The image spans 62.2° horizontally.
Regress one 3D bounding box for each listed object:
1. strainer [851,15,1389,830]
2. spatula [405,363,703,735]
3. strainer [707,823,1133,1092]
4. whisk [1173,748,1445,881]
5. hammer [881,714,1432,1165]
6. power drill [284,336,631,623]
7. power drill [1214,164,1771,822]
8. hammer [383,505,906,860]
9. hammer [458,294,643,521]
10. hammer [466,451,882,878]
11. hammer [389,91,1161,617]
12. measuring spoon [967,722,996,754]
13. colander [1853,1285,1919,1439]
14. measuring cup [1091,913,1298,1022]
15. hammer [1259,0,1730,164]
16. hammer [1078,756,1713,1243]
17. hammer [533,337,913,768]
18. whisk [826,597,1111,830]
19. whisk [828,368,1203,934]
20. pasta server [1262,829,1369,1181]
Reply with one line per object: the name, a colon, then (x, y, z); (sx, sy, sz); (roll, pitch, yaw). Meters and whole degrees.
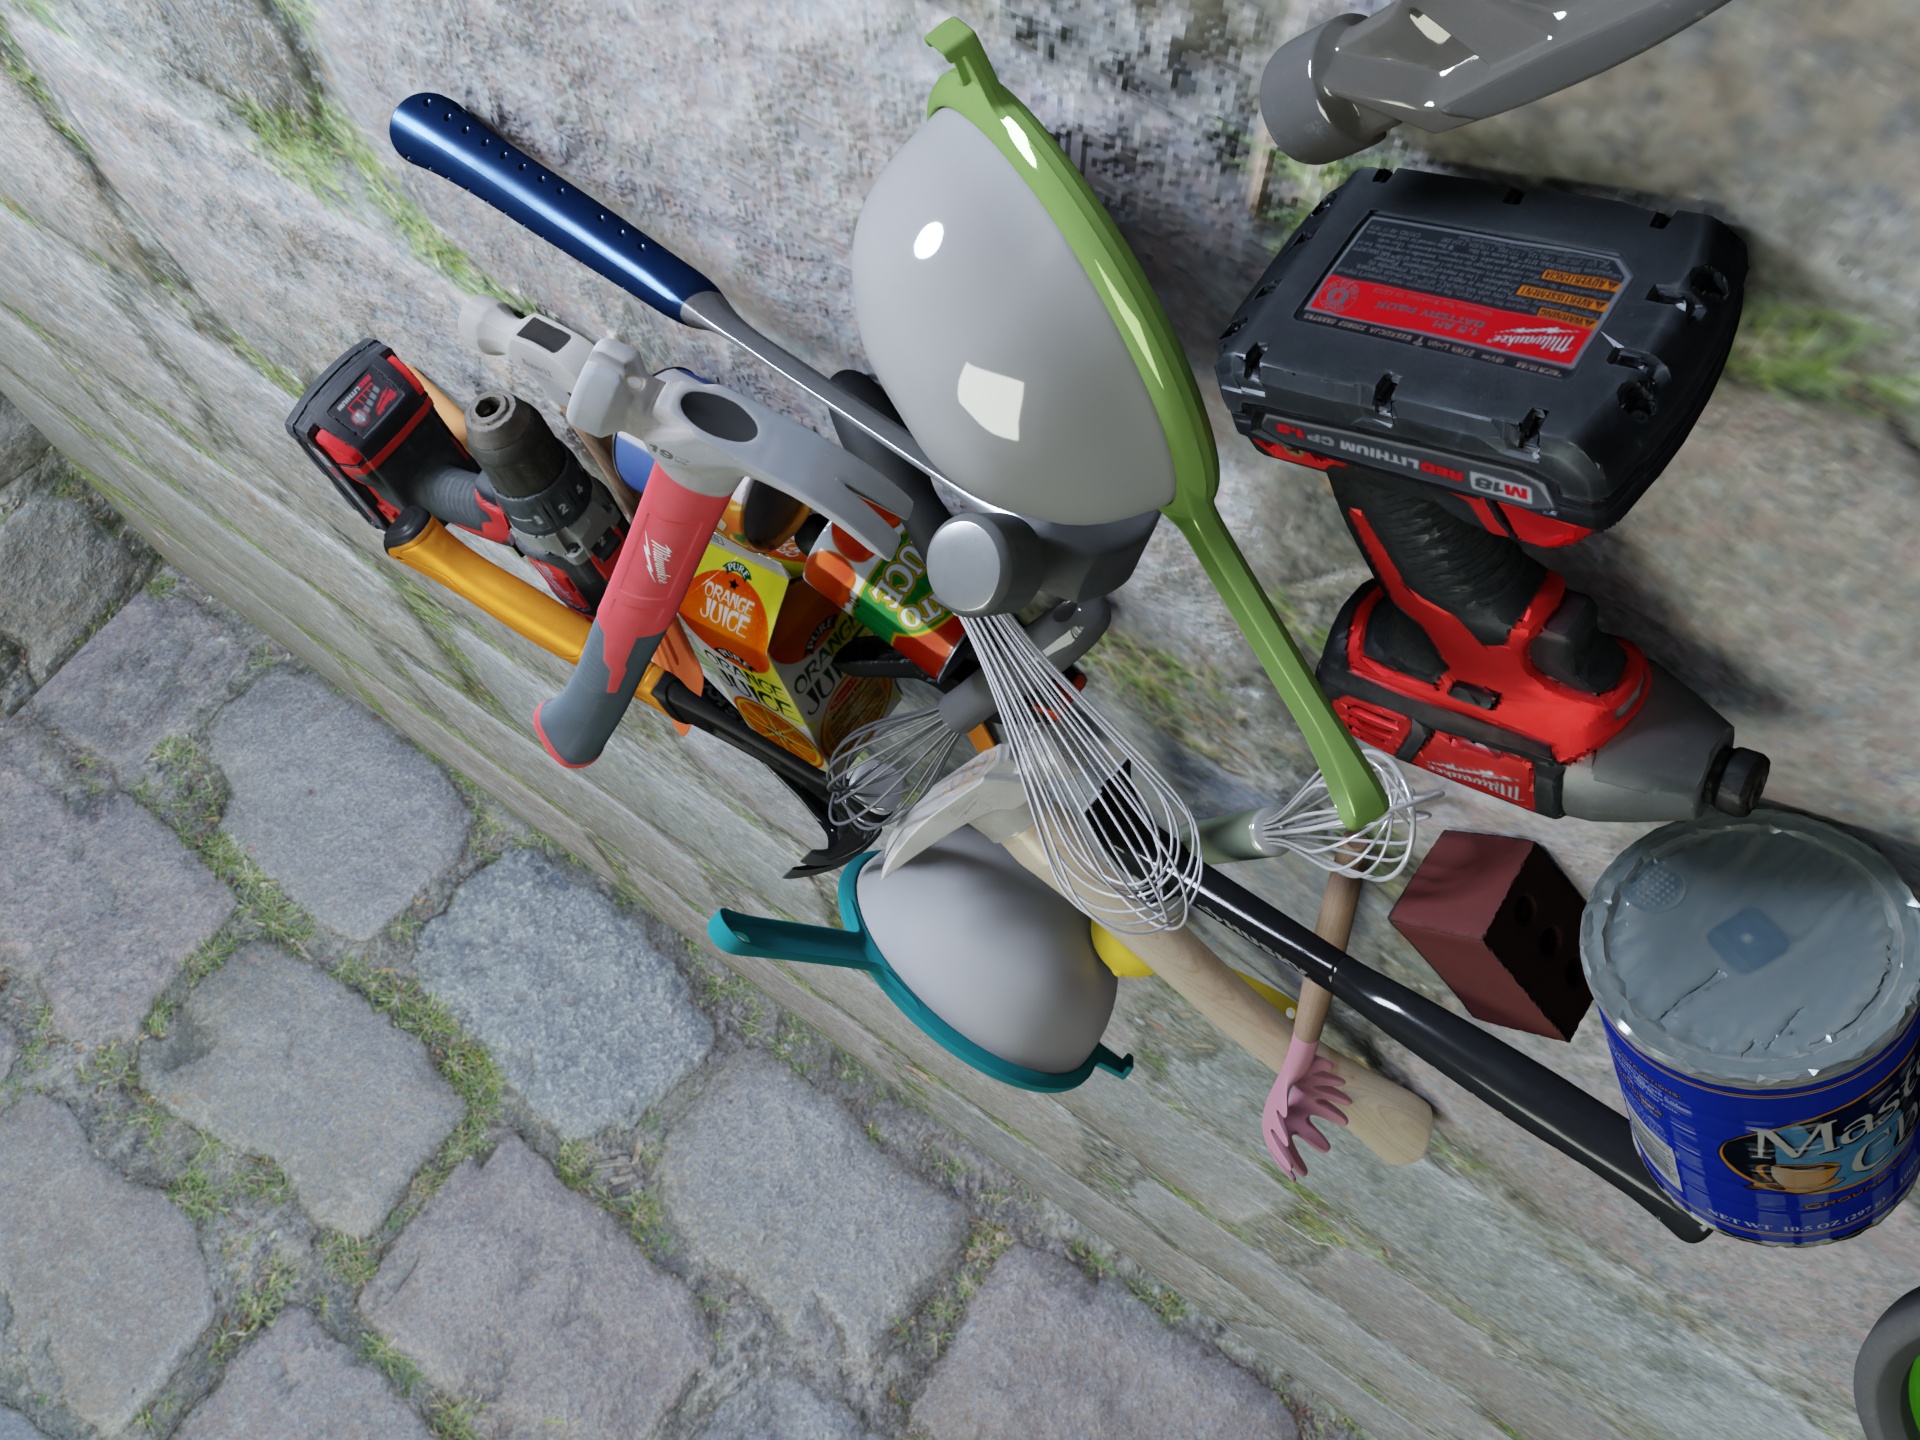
strainer: (0.037, -0.067, 0.481); (0.256, 0.069, 0.151); (59, 179, 1)
spatula: (-0.274, -0.125, 1.065); (0.323, 0.041, 0.081); (44, 145, 8)
strainer: (-0.009, 0.121, 0.990); (0.340, 0.095, 0.211); (17, -151, -50)
whisk: (0.154, 0.052, 0.763); (0.246, 0.059, 0.058); (150, 106, -74)
hammer: (0.138, 0.159, 0.959); (0.146, 0.038, 0.410); (-36, 116, 29)
power drill: (-0.297, -0.152, 0.956); (0.227, 0.080, 0.187); (26, 160, 25)
power drill: (0.163, -0.044, 0.464); (0.143, 0.078, 0.219); (25, 160, 35)
hammer: (-0.191, -0.024, 0.951); (0.337, 0.034, 0.127); (32, 157, -4)
hammer: (-0.187, -0.122, 0.988); (0.130, 0.031, 0.331); (28, 160, 28)
hammer: (-0.213, -0.048, 1.125); (0.409, 0.036, 0.149); (45, -156, -4)
hammer: (-0.092, -0.160, 0.644); (0.406, 0.035, 0.144); (37, -153, 25)
measuring spoon: (0.012, 0.001, 0.955); (0.021, 0.011, 0.116); (29, 163, 25)
colander: (0.437, 0.198, 0.543); (0.205, 0.094, 0.396); (20, 137, 43)
measuring cup: (0.157, 0.153, 1.001); (0.156, 0.062, 0.029); (27, 152, -3)
hammer: (0.014, -0.259, 0.279); (0.358, 0.037, 0.149); (44, 160, -21)
hammer: (0.187, 0.123, 0.723); (0.335, 0.035, 0.146); (32, 167, 37)
hammer: (-0.149, -0.046, 0.798); (0.143, 0.038, 0.386); (25, 152, -11)
whisk: (-0.002, -0.002, 0.804); (0.055, 0.055, 0.239); (41, 138, -11)
whisk: (0.019, -0.030, 0.696); (0.284, 0.070, 0.070); (59, 161, 0)
pasta server: (0.199, 0.161, 0.869); (0.040, 0.060, 0.316); (37, 151, 29)
